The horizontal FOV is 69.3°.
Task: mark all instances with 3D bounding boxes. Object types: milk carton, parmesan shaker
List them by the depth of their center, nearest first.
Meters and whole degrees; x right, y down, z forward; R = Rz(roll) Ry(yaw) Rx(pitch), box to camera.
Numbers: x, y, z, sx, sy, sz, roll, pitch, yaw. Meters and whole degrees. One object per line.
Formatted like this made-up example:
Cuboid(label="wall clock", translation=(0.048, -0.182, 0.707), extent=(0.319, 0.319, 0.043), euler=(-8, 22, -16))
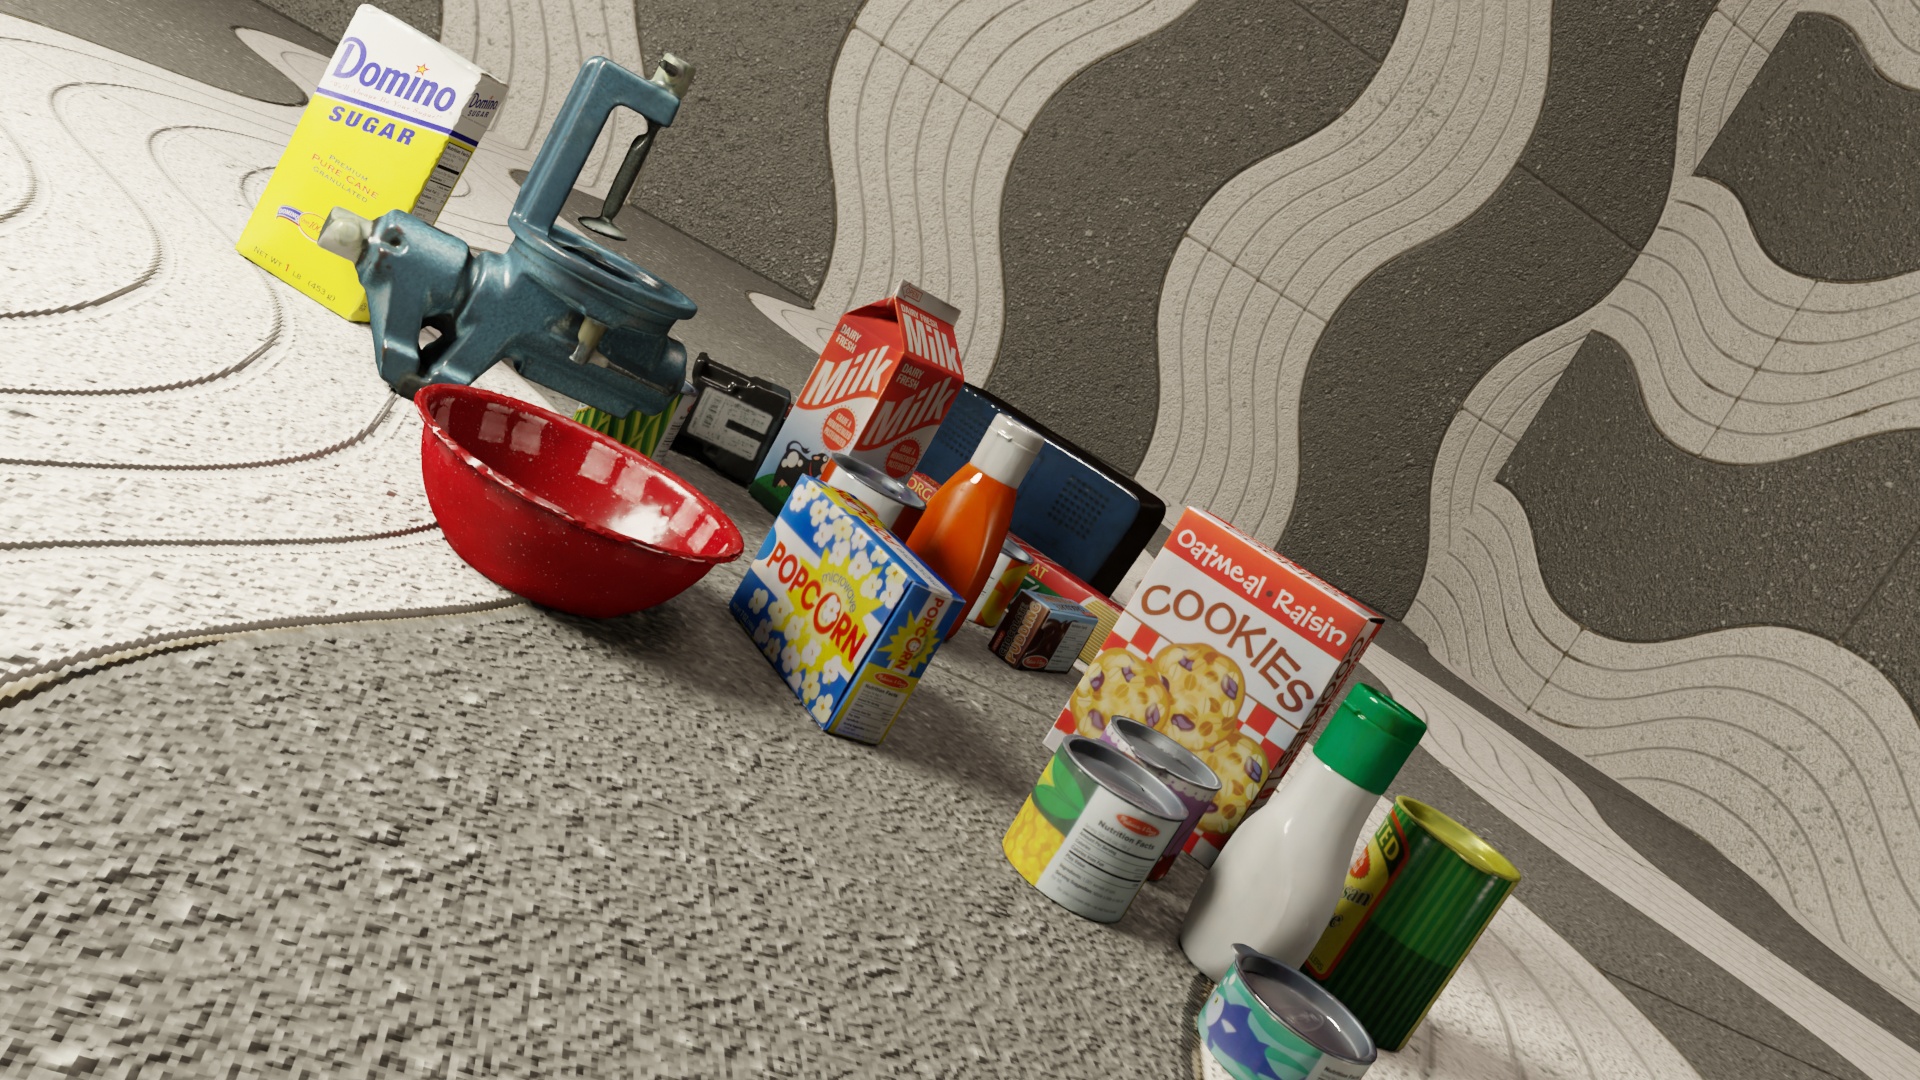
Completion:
Cuboid(label="parmesan shaker", translation=(0.213, 0.186, 0.672), extent=(0.071, 0.103, 0.071), euler=(29, 9, -5))
Cuboid(label="milk carton", translation=(-0.066, -0.092, 0.994), extent=(0.073, 0.190, 0.072), euler=(37, 12, 37))

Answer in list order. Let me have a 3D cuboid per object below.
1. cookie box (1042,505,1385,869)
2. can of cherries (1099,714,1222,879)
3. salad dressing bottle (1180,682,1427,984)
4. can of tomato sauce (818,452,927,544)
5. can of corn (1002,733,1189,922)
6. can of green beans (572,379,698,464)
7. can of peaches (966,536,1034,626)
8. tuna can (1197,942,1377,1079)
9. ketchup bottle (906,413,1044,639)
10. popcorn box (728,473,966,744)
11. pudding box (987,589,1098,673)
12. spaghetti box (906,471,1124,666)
Cuboid(label="cookie box", translation=(0.143, 0.082, 0.798), extent=(0.123, 0.167, 0.040), euler=(35, 10, 27))
Cuboid(label="can of cherries", translation=(0.090, 0.132, 0.715), extent=(0.071, 0.058, 0.071), euler=(29, 10, -5))
Cuboid(label="salad dressing bottle", translation=(0.156, 0.135, 0.629), extent=(0.044, 0.147, 0.064), euler=(26, 10, -22))
Cuboid(label="can of tomato sauce", translation=(-0.069, -0.002, 0.850), extent=(0.071, 0.083, 0.071), euler=(29, 10, -5))
Cuboid(label="can of corn", translation=(0.061, 0.131, 0.637), extent=(0.071, 0.058, 0.071), euler=(29, 10, -5))
Cuboid(label="can of green beans", translation=(-0.218, -0.089, 0.929), extent=(0.071, 0.057, 0.071), euler=(29, 10, -5))
Cuboid(label="can of peaches", translation=(0.013, 0.023, 1.034), extent=(0.071, 0.058, 0.071), euler=(29, 10, -5))
Cuboid(label="tuna can", translation=(0.130, 0.200, 0.567), extent=(0.071, 0.032, 0.071), euler=(29, 10, -5))
Cuboid(label="ketchup bottle", translation=(0.003, -0.011, 0.915), extent=(0.065, 0.148, 0.043), euler=(34, 10, 21))
Cuboid(label="popcorn box", translation=(-0.060, 0.032, 0.699), extent=(0.038, 0.085, 0.127), euler=(22, 12, -40))
Cuboid(label="pudding box", translation=(0.060, 0.065, 0.986), extent=(0.030, 0.049, 0.084), euler=(35, 11, 29))
Cuboid(label="spaghetti box", translation=(0.040, 0.024, 1.130), extent=(0.250, 0.050, 0.029), euler=(35, 10, 24))
